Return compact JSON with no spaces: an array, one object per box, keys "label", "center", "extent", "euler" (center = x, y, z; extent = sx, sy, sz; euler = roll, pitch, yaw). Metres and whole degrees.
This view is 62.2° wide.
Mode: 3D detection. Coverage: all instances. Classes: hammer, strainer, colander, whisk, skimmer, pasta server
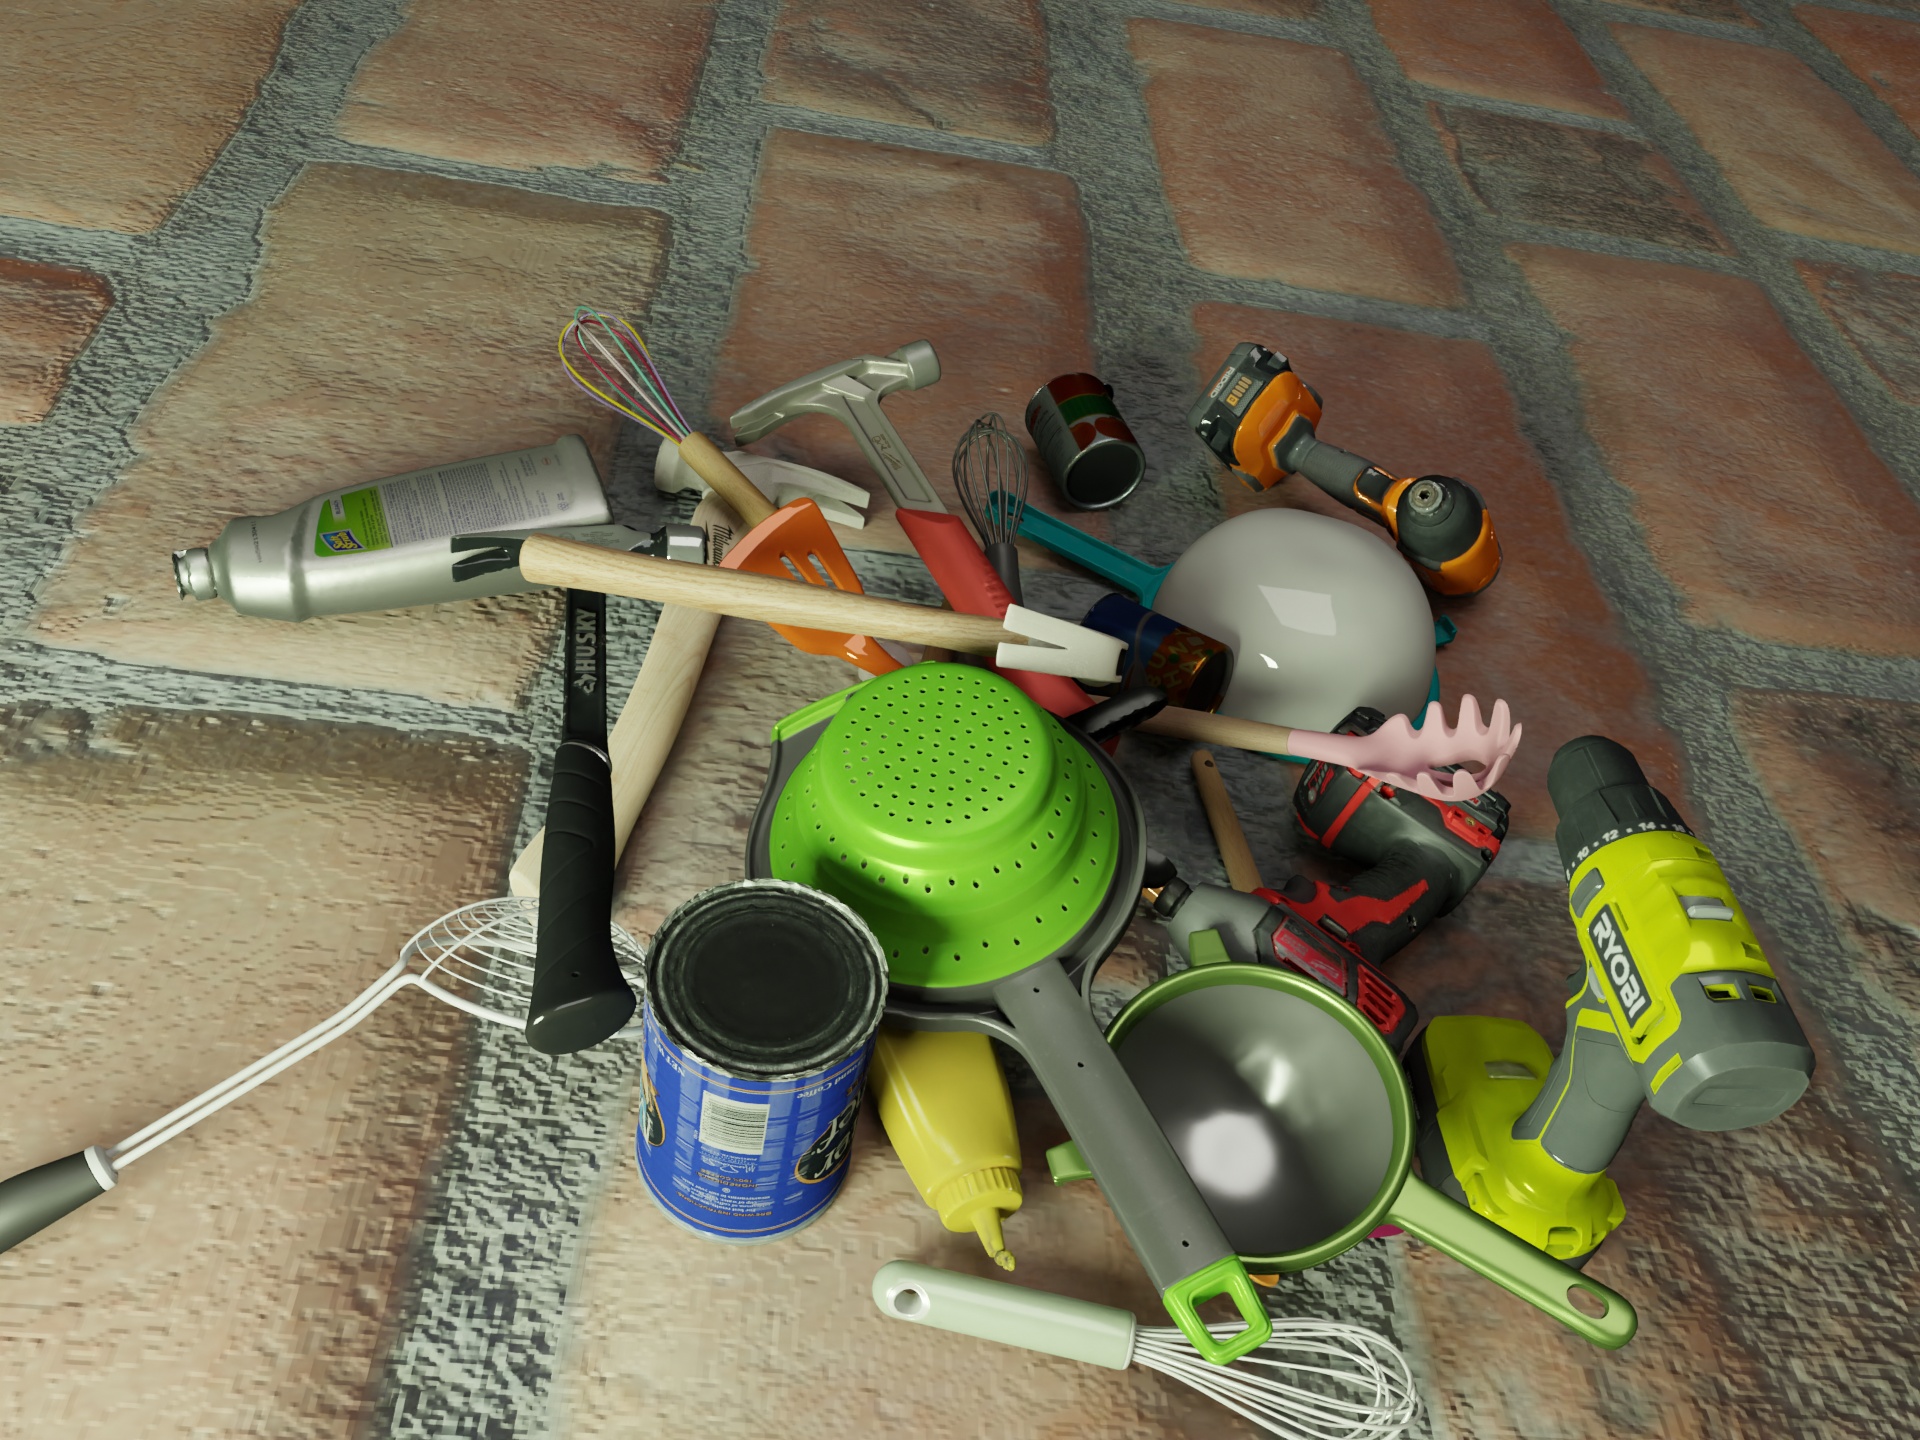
[{"label":"hammer","center":[-0.075,-0.061,0.852],"extent":[0.331,0.031,0.130],"euler":[10,1,6]},{"label":"strainer","center":[0.174,-0.104,1.068],"extent":[0.340,0.095,0.211],"euler":[28,46,13]},{"label":"strainer","center":[0.177,0.217,0.733],"extent":[0.256,0.069,0.151],"euler":[27,60,21]},{"label":"colander","center":[0.027,0.097,0.730],"extent":[0.204,0.094,0.398],"euler":[-23,55,-14]},{"label":"hammer","center":[-0.013,-0.099,1.004],"extent":[0.149,0.036,0.359],"euler":[-25,60,-11]},{"label":"whisk","center":[0.082,0.275,0.701],"extent":[0.246,0.058,0.059],"euler":[12,9,3]},{"label":"whisk","center":[-0.189,-0.200,1.060],"extent":[0.047,0.051,0.245],"euler":[-24,60,-41]},{"label":"hammer","center":[-0.164,-0.034,0.959],"extent":[0.146,0.038,0.411],"euler":[14,44,-1]},{"label":"skimmer","center":[-0.302,0.183,0.700],"extent":[0.363,0.090,0.127],"euler":[-31,27,-23]},{"label":"pasta server","center":[0.162,0.002,0.899],"extent":[0.316,0.040,0.060],"euler":[10,50,40]},{"label":"whisk","center":[0.024,-0.109,1.055],"extent":[0.055,0.055,0.239],"euler":[3,58,-11]},{"label":"hammer","center":[-0.197,0.008,0.810],"extent":[0.149,0.036,0.409],"euler":[1,36,-13]}]

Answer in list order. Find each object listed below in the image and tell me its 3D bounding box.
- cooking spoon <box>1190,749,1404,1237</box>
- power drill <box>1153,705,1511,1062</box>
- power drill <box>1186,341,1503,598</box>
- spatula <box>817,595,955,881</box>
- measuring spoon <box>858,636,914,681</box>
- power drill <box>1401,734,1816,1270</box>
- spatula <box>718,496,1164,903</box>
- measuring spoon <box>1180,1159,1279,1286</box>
[{"label":"cooking spoon","center":[0.175,0.136,0.879],"extent":[0.068,0.017,0.319],"euler":[1,45,-15]},{"label":"power drill","center":[0.204,0.091,0.871],"extent":[0.143,0.078,0.220],"euler":[35,45,13]},{"label":"power drill","center":[0.275,-0.178,1.130],"extent":[0.227,0.084,0.164],"euler":[39,7,25]},{"label":"spatula","center":[-0.019,-0.015,0.968],"extent":[0.082,0.044,0.318],"euler":[21,42,-4]},{"label":"measuring spoon","center":[-0.065,-0.057,0.995],"extent":[0.034,0.018,0.124],"euler":[-21,35,-16]},{"label":"power drill","center":[0.289,0.138,0.751],"extent":[0.080,0.228,0.191],"euler":[4,44,-9]},{"label":"spatula","center":[-0.001,-0.003,0.913],"extent":[0.323,0.041,0.081],"euler":[40,63,12]},{"label":"measuring spoon","center":[0.110,0.231,0.775],"extent":[0.021,0.011,0.117],"euler":[-28,61,-36]}]
